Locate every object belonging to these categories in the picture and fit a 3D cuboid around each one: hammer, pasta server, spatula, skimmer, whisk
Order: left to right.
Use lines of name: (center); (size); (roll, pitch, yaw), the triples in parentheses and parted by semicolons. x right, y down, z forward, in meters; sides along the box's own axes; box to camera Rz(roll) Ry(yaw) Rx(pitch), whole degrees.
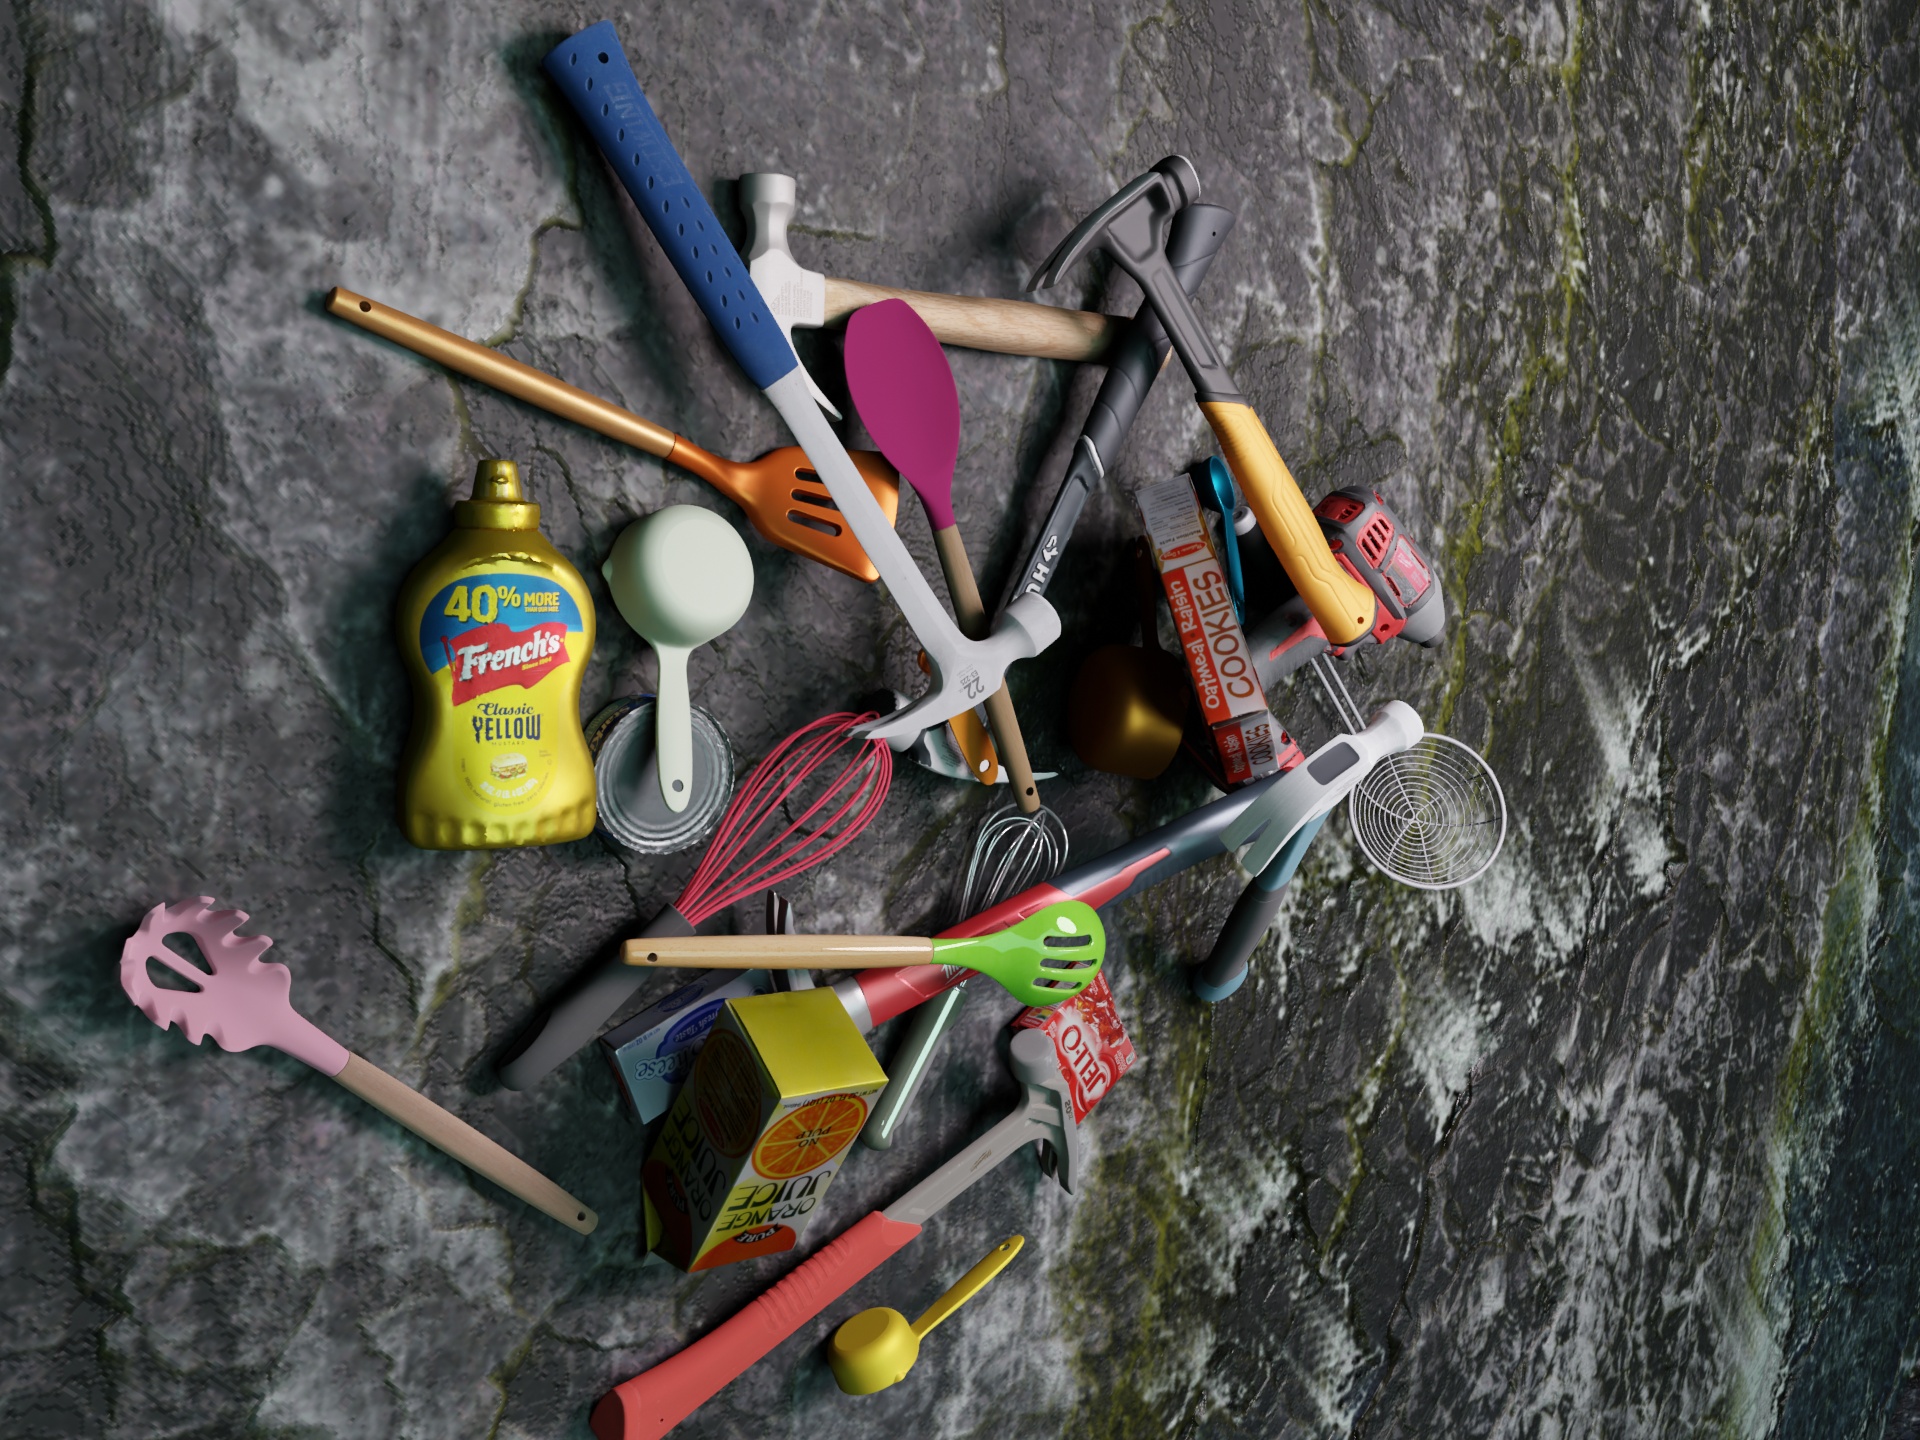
pasta server: (-0.290, 0.188, 0.803); (0.315, 0.040, 0.060); (49, 57, -35)
spatula: (-0.170, -0.156, 0.838); (0.322, 0.041, 0.081); (20, 74, -38)
whisk: (-0.143, 0.098, 0.895); (0.296, 0.073, 0.073); (-44, 122, -19)
hammer: (-0.095, -0.171, 0.851); (0.144, 0.035, 0.405); (-40, 110, -22)
hammer: (-0.067, 0.343, 1.001); (0.359, 0.037, 0.149); (-31, 131, -28)
whisk: (-0.001, 0.164, 1.028); (0.059, 0.057, 0.246); (27, 83, 4)
hammer: (0.007, -0.241, 0.973); (0.331, 0.031, 0.130); (-4, 100, -39)
hammer: (0.063, 0.100, 1.007); (0.386, 0.038, 0.143); (-24, 109, -23)
hammer: (0.079, -0.147, 1.017); (0.149, 0.036, 0.409); (28, 87, -41)
hammer: (0.173, -0.179, 1.012); (0.127, 0.034, 0.336); (-42, 113, -17)
hammer: (0.208, 0.110, 1.068); (0.128, 0.033, 0.330); (-30, 155, -22)
skimmer: (0.307, -0.016, 1.215); (0.127, 0.090, 0.363); (-43, 122, -9)

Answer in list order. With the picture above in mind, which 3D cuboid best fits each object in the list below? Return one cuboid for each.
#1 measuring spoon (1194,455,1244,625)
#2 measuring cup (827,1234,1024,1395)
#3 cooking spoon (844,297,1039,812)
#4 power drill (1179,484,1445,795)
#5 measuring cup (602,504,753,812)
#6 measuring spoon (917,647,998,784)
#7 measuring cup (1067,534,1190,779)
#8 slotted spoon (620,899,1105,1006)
measuring spoon: (0.180, -0.124, 1.113); (0.042, 0.021, 0.129); (25, 56, -54)
measuring cup: (-0.021, 0.376, 1.037); (0.156, 0.062, 0.029); (-32, 105, -28)
cooking spoon: (-0.003, -0.090, 0.944); (0.069, 0.017, 0.318); (-27, 108, -29)
power drill: (0.252, -0.045, 1.135); (0.219, 0.079, 0.143); (-48, 118, -4)
measuring cup: (-0.145, -0.036, 0.846); (0.083, 0.038, 0.168); (8, 72, -38)
measuring spoon: (-0.002, -0.003, 0.973); (0.021, 0.011, 0.116); (-41, 130, -18)
measuring cup: (0.106, -0.047, 1.069); (0.052, 0.095, 0.174); (6, 72, -22)
slotted spoon: (-0.042, 0.135, 0.914); (0.313, 0.031, 0.070); (5, 104, -29)
